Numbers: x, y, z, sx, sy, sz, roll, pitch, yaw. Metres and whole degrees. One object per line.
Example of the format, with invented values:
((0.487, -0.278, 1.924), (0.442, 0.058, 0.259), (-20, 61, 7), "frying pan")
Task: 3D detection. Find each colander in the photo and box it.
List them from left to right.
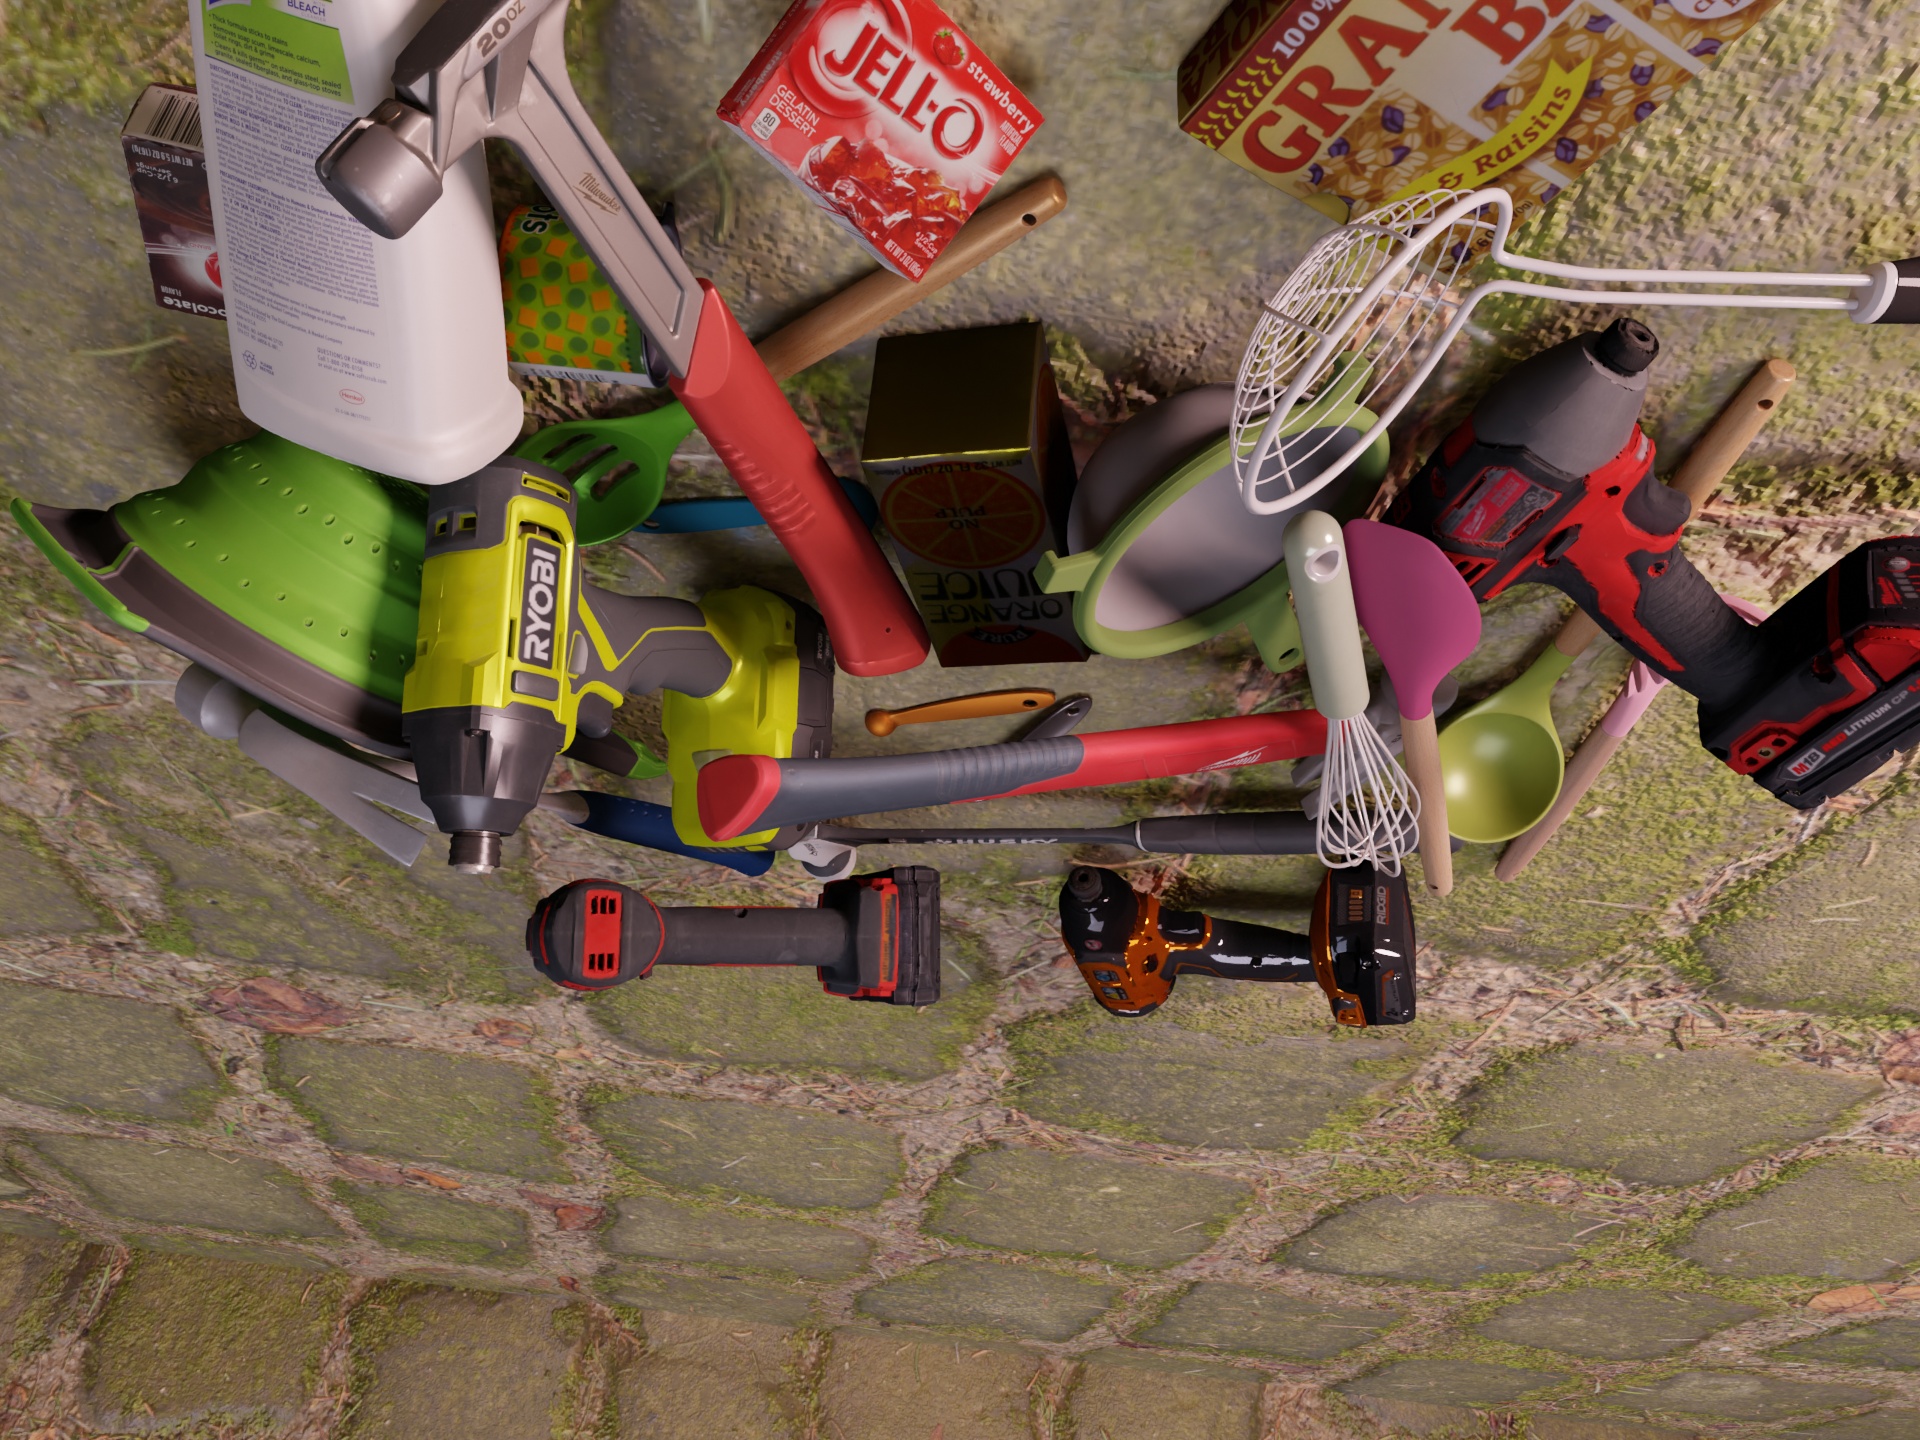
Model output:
((-0.252, -0.052, 0.797), (0.205, 0.094, 0.396), (35, -178, 29), "colander")

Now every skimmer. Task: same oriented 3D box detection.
((0.268, -0.126, 0.548), (0.363, 0.090, 0.127), (-1, 150, -7), "skimmer")

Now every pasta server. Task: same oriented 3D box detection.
((0.351, 0.023, 0.870), (0.060, 0.040, 0.316), (-14, 151, -10), "pasta server")

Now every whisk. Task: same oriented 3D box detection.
((0.177, -0.005, 0.735), (0.058, 0.059, 0.246), (-27, 136, -2), "whisk")

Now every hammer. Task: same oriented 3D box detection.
((-0.213, 0.049, 0.859), (0.144, 0.035, 0.405), (28, -179, 26), "hammer")
((-0.081, -0.131, 0.616), (0.037, 0.149, 0.358), (32, 167, 34), "hammer")
((0.057, 0.027, 0.798), (0.386, 0.038, 0.143), (-6, 154, -23), "hammer")
((0.094, 0.067, 0.961), (0.409, 0.036, 0.149), (-1, 165, 5), "hammer")

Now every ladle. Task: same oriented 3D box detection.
((0.303, -0.042, 0.759), (0.078, 0.062, 0.320), (11, 145, -3), "ladle")

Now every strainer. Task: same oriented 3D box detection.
((0.118, -0.084, 0.723), (0.151, 0.069, 0.256), (-34, 157, 8), "strainer")

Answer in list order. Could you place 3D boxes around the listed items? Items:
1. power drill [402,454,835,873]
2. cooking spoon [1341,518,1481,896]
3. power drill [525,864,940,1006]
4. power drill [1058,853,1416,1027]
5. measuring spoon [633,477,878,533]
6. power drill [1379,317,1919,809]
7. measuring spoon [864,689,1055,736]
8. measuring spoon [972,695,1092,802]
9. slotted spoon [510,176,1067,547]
((-0.155, -0.008, 0.736), (0.080, 0.171, 0.223), (-5, 168, 31), "power drill")
((0.223, 0.008, 0.773), (0.069, 0.017, 0.318), (23, 158, 32), "cooking spoon")
((-0.140, 0.127, 0.934), (0.226, 0.080, 0.188), (3, 171, -19), "power drill")
((0.178, 0.140, 1.046), (0.226, 0.084, 0.164), (-2, 147, 20), "power drill")
((-0.104, -0.093, 0.769), (0.128, 0.021, 0.042), (-3, 147, 10), "measuring spoon")
((0.300, -0.068, 0.657), (0.219, 0.079, 0.143), (30, 139, -2), "power drill")
((-0.001, -0.003, 0.907), (0.117, 0.011, 0.021), (-8, 146, 20), "measuring spoon")
((0.035, 0.013, 0.930), (0.034, 0.018, 0.124), (15, 141, -34), "measuring spoon")
((-0.084, -0.149, 0.677), (0.314, 0.031, 0.070), (-22, 140, 33), "slotted spoon")
